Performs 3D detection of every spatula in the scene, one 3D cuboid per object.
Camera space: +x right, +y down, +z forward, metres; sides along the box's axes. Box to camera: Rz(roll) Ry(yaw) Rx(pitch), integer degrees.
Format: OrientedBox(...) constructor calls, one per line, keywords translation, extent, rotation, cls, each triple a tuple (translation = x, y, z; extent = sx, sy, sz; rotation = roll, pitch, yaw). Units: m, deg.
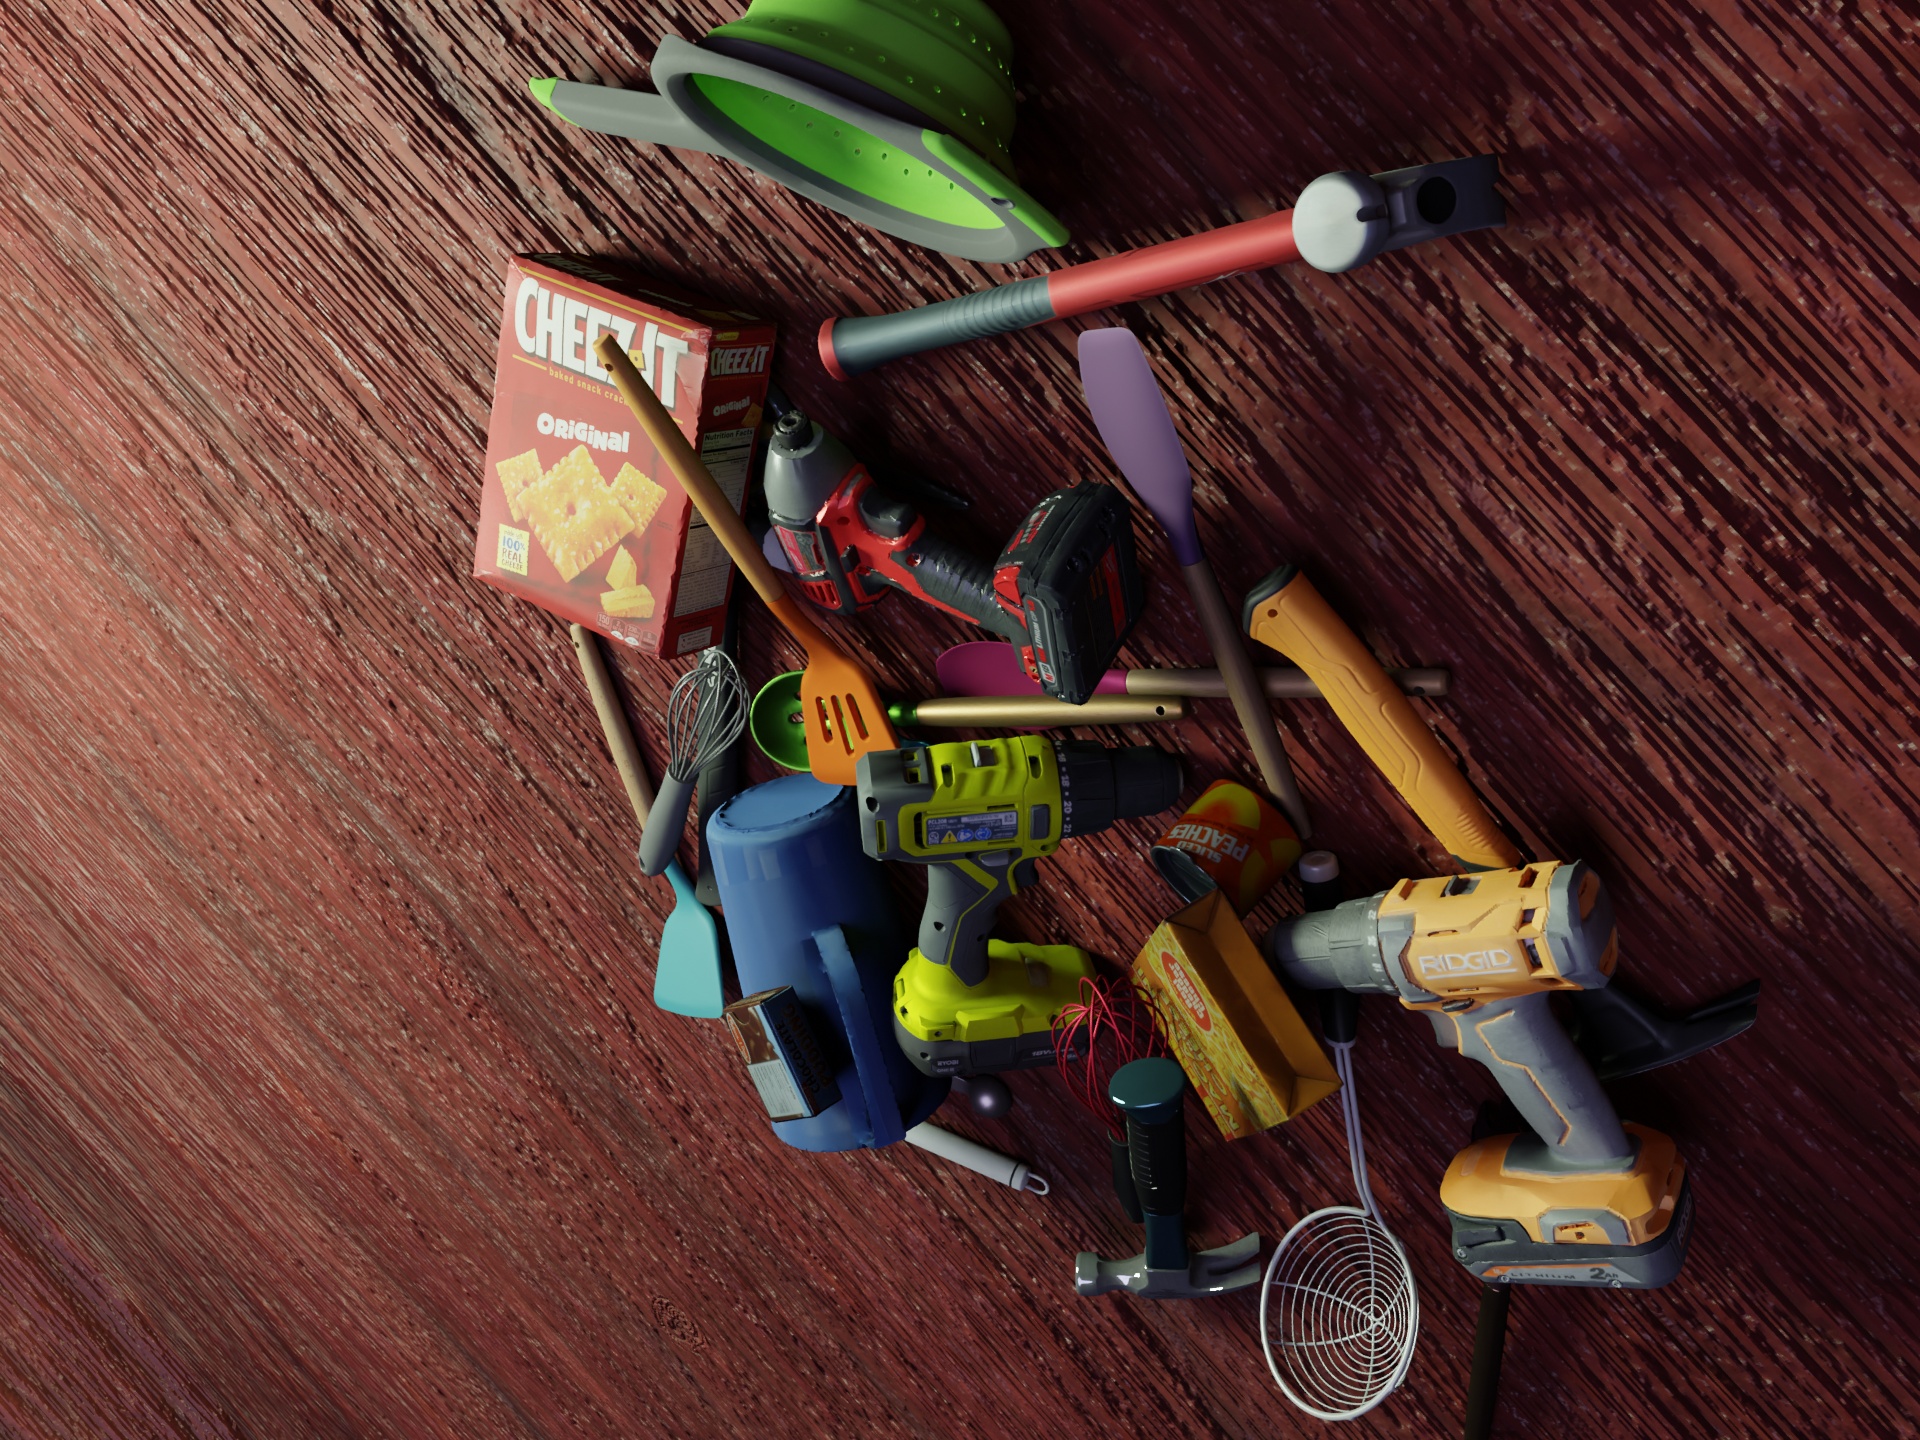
OrientedBox(translation=(-0.127, -0.087, 0.947), extent=(0.081, 0.041, 0.322), rotation=(-4, 132, 36), cls="spatula")
OrientedBox(translation=(-0.242, 0.077, 1.204), extent=(0.082, 0.044, 0.317), rotation=(0, 115, 41), cls="spatula")
OrientedBox(translation=(0.131, -0.064, 0.850), extent=(0.060, 0.018, 0.315), rotation=(11, 133, 55), cls="spatula")

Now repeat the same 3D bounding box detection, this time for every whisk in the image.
OrientedBox(translation=(0.104, 0.253, 1.022), extent=(0.073, 0.073, 0.295), rotation=(18, 145, 25), cls="whisk")
OrientedBox(translation=(-0.190, 0.038, 1.101), extent=(0.055, 0.055, 0.238), rotation=(38, 136, 10), cls="whisk")

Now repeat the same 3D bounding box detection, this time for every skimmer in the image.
OrientedBox(translation=(0.216, 0.255, 0.968), extent=(0.127, 0.090, 0.363), rotation=(27, 134, 60), cls="skimmer")

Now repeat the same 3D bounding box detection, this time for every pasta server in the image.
OrientedBox(translation=(0.336, 0.362, 0.994), extent=(0.060, 0.040, 0.316), rotation=(13, 126, 28), cls="pasta server")

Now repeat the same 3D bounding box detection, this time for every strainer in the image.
OrientedBox(translation=(-0.050, 0.306, 1.212), extent=(0.258, 0.050, 0.086), rotation=(18, 110, 21), cls="strainer")

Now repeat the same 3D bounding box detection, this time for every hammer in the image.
OrientedBox(translation=(0.125, 0.298, 1.002), extent=(0.128, 0.033, 0.330), rotation=(-2, 142, 9), cls="hammer")
OrientedBox(translation=(0.269, 0.051, 0.835), extent=(0.337, 0.034, 0.127), rotation=(50, 133, -6), cls="hammer")
OrientedBox(translation=(-0.175, -0.006, 1.117), extent=(0.146, 0.035, 0.334), rotation=(21, 126, 22), cls="hammer")
OrientedBox(translation=(0.073, -0.220, 0.800), extent=(0.386, 0.143, 0.038), rotation=(1, 109, 46), cls="hammer")

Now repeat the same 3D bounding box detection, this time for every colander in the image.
OrientedBox(translation=(-0.097, -0.340, 0.831), extent=(0.397, 0.204, 0.094), rotation=(26, 95, 39), cls="colander")

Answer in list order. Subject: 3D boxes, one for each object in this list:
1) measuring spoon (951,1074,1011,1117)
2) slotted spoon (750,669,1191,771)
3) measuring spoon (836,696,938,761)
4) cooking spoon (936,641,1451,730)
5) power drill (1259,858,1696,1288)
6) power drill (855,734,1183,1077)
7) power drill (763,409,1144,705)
OrientedBox(translation=(-0.020, 0.269, 1.181), extent=(0.124, 0.018, 0.034), rotation=(13, 122, 29), cls="measuring spoon")
OrientedBox(translation=(-0.002, -0.003, 0.987), extent=(0.314, 0.031, 0.070), rotation=(-2, 105, 34), cls="slotted spoon")
OrientedBox(translation=(-0.049, 0.001, 1.052), extent=(0.129, 0.021, 0.042), rotation=(46, 125, 15), cls="measuring spoon")
OrientedBox(translation=(0.122, -0.022, 0.918), extent=(0.319, 0.017, 0.068), rotation=(1, 128, 34), cls="cooking spoon")
OrientedBox(translation=(0.273, 0.186, 0.847), extent=(0.185, 0.084, 0.226), rotation=(-13, 107, 38), cls="power drill")
OrientedBox(translation=(0.037, 0.108, 0.981), extent=(0.190, 0.080, 0.228), rotation=(-5, 125, -5), cls="power drill")
OrientedBox(translation=(-0.014, -0.100, 0.902), extent=(0.220, 0.078, 0.143), rotation=(20, 151, 26), cls="power drill")
